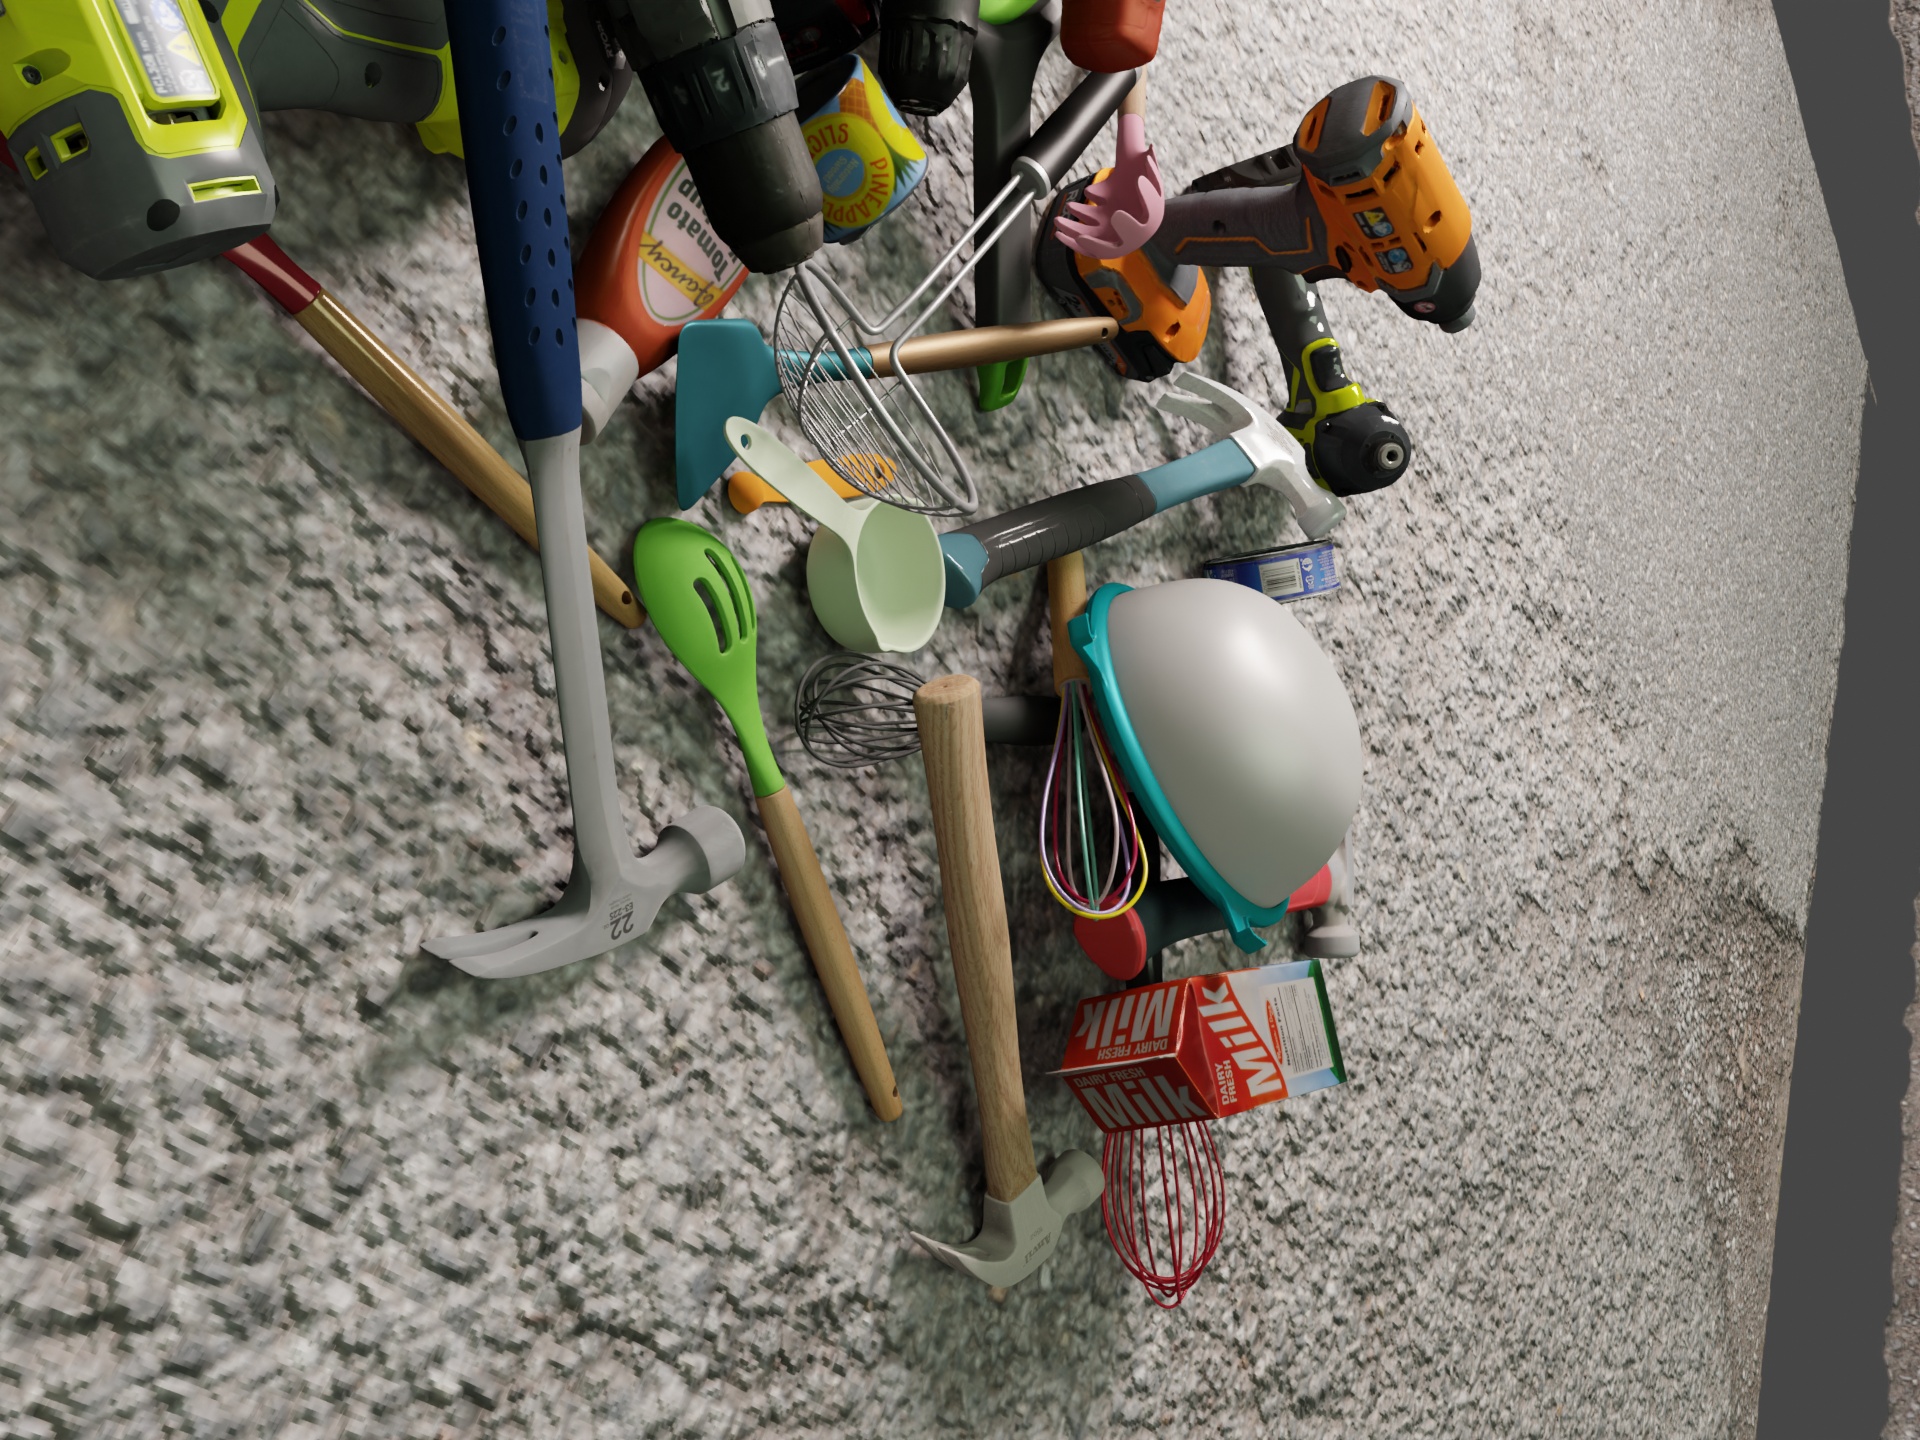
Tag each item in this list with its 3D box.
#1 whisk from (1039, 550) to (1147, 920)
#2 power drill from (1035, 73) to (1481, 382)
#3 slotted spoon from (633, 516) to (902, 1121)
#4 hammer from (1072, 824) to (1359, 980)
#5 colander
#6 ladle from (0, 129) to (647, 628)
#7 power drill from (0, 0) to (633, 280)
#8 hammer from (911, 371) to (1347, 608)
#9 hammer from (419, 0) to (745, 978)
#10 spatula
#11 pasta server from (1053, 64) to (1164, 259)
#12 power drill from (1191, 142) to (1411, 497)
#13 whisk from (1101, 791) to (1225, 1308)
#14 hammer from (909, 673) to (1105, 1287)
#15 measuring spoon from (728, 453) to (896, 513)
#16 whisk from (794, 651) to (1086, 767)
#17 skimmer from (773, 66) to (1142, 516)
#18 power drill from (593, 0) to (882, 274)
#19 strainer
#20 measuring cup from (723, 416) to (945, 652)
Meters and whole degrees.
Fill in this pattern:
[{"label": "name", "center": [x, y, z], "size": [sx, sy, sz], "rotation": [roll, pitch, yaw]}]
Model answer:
[{"label": "whisk", "center": [0.066, 0.001, 0.843], "size": [0.051, 0.047, 0.245], "rotation": [54, 26, -46]}, {"label": "power drill", "center": [0.176, -0.262, 0.903], "size": [0.164, 0.226, 0.084], "rotation": [40, 59, -41]}, {"label": "slotted spoon", "center": [-0.078, 0.053, 0.732], "size": [0.070, 0.031, 0.313], "rotation": [-51, 128, -58]}, {"label": "hammer", "center": [0.169, 0.092, 0.973], "size": [0.386, 0.038, 0.143], "rotation": [3, 83, -59]}, {"label": "colander", "center": [-0.010, -0.360, 0.813], "size": [0.204, 0.094, 0.396], "rotation": [-33, 130, -48]}, {"label": "ladle", "center": [-0.219, -0.132, 0.578], "size": [0.315, 0.031, 0.069], "rotation": [48, 52, -39]}, {"label": "power drill", "center": [-0.224, -0.256, 0.512], "size": [0.228, 0.080, 0.190], "rotation": [-39, 115, -54]}, {"label": "hammer", "center": [0.095, -0.125, 0.918], "size": [0.331, 0.033, 0.128], "rotation": [-25, 74, -42]}, {"label": "hammer", "center": [-0.148, -0.090, 0.562], "size": [0.144, 0.035, 0.405], "rotation": [-31, 129, -46]}, {"label": "spatula", "center": [-0.021, -0.174, 0.780], "size": [0.317, 0.044, 0.082], "rotation": [-20, 126, -41]}, {"label": "pasta server", "center": [0.093, -0.359, 0.905], "size": [0.040, 0.060, 0.316], "rotation": [39, 41, -34]}, {"label": "power drill", "center": [0.229, -0.257, 1.032], "size": [0.171, 0.080, 0.223], "rotation": [-112, -178, -76]}, {"label": "whisk", "center": [0.110, 0.188, 0.930], "size": [0.073, 0.073, 0.296], "rotation": [10, 73, -50]}, {"label": "hammer", "center": [0.011, 0.138, 0.791], "size": [0.130, 0.031, 0.331], "rotation": [-31, 121, -46]}, {"label": "measuring spoon", "center": [-0.067, -0.116, 0.769], "size": [0.117, 0.011, 0.021], "rotation": [-20, 102, -49]}, {"label": "whisk", "center": [-0.002, -0.004, 0.818], "size": [0.238, 0.055, 0.055], "rotation": [2, 86, -54]}, {"label": "skimmer", "center": [0.027, -0.231, 0.741], "size": [0.127, 0.090, 0.363], "rotation": [51, 53, -25]}, {"label": "power drill", "center": [-0.088, -0.285, 0.627], "size": [0.227, 0.080, 0.187], "rotation": [-80, 151, -63]}, {"label": "strainer", "center": [0.185, -0.014, 0.932], "size": [0.211, 0.095, 0.340], "rotation": [61, 25, -1]}, {"label": "measuring cup", "center": [-0.067, -0.089, 0.738], "size": [0.167, 0.038, 0.083], "rotation": [39, 57, -47]}]
